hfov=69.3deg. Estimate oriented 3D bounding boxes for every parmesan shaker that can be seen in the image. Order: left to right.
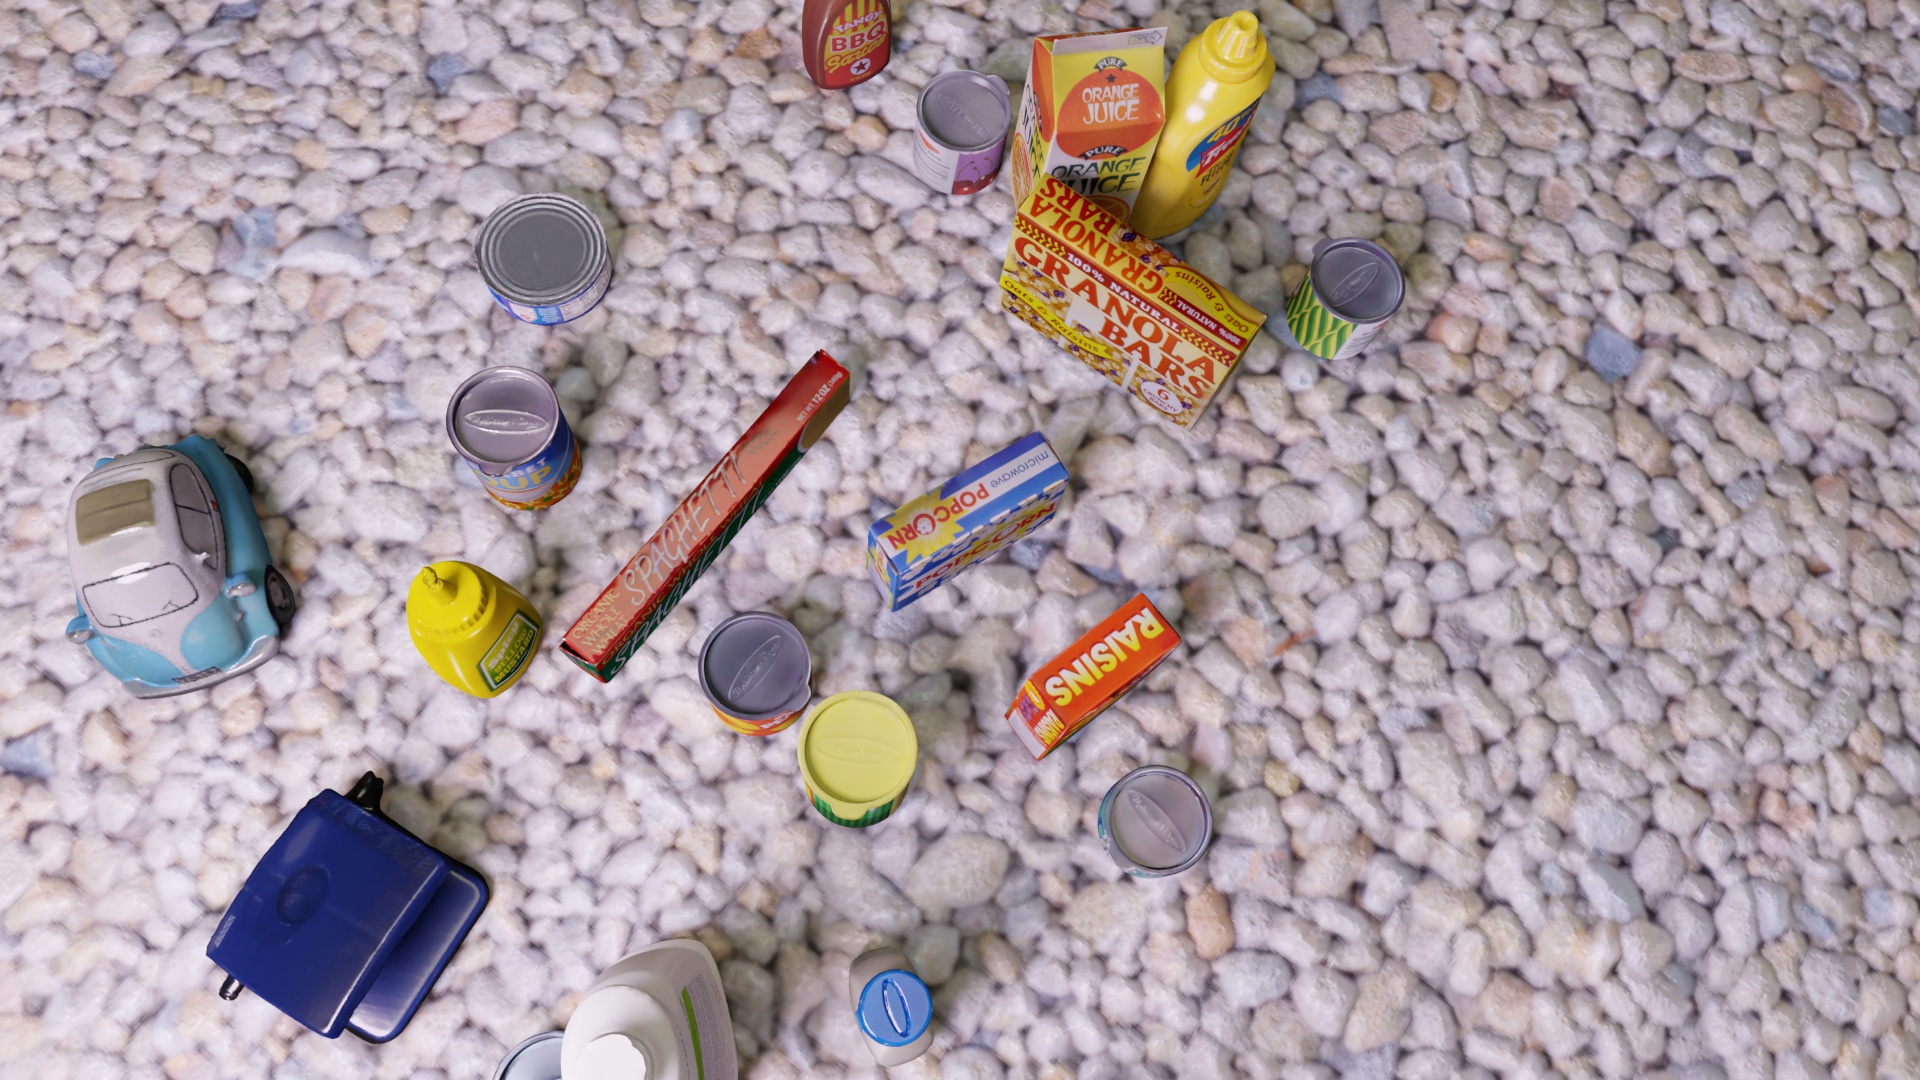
[{"bbox_3d":[-0.061,0.132,0.808,0.071,0.102,0.071,2,72,-5],"label":"parmesan shaker"}]

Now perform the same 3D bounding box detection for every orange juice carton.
[{"bbox_3d":[0.081,-0.269,0.909,0.072,0.192,0.073,-8,73,-7],"label":"orange juice carton"}]

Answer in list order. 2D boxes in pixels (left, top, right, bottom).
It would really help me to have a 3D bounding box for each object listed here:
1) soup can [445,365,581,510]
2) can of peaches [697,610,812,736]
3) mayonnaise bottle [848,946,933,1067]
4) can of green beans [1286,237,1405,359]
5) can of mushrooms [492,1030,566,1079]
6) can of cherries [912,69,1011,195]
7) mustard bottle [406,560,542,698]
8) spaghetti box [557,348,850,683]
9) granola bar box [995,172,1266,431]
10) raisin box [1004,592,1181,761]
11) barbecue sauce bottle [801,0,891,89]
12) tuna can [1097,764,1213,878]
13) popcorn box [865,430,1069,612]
[{"bbox_3d":[-0.276,-0.059,0.863,0.071,0.083,0.071,2,72,-5],"label":"soup can"},{"bbox_3d":[-0.121,0.084,0.843,0.071,0.058,0.071,2,72,-5],"label":"can of peaches"},{"bbox_3d":[-0.037,0.251,0.746,0.041,0.147,0.065,-18,74,-10],"label":"mayonnaise bottle"},{"bbox_3d":[0.265,-0.167,0.962,0.071,0.057,0.071,2,72,-5],"label":"can of green beans"},{"bbox_3d":[-0.224,0.309,0.770,0.071,0.033,0.071,2,71,-5],"label":"can of mushrooms"},{"bbox_3d":[0.003,-0.287,0.978,0.071,0.058,0.071,2,72,-5],"label":"can of cherries"},{"bbox_3d":[-0.280,0.045,0.787,0.049,0.159,0.065,29,72,5],"label":"mustard bottle"},{"bbox_3d":[-0.156,-0.016,0.877,0.029,0.050,0.251,36,72,7],"label":"spaghetti box"},{"bbox_3d":[0.105,-0.151,0.907,0.165,0.123,0.039,35,72,7],"label":"granola bar box"},{"bbox_3d":[0.076,0.084,0.826,0.086,0.123,0.040,-35,78,-15],"label":"raisin box"},{"bbox_3d":[-0.078,-0.374,0.953,0.065,0.148,0.044,-26,76,-12],"label":"barbecue sauce bottle"},{"bbox_3d":[0.116,0.174,0.847,0.071,0.032,0.071,2,71,-5],"label":"tuna can"},{"bbox_3d":[0.003,-0.011,0.871,0.127,0.085,0.038,-30,77,-14],"label":"popcorn box"}]
